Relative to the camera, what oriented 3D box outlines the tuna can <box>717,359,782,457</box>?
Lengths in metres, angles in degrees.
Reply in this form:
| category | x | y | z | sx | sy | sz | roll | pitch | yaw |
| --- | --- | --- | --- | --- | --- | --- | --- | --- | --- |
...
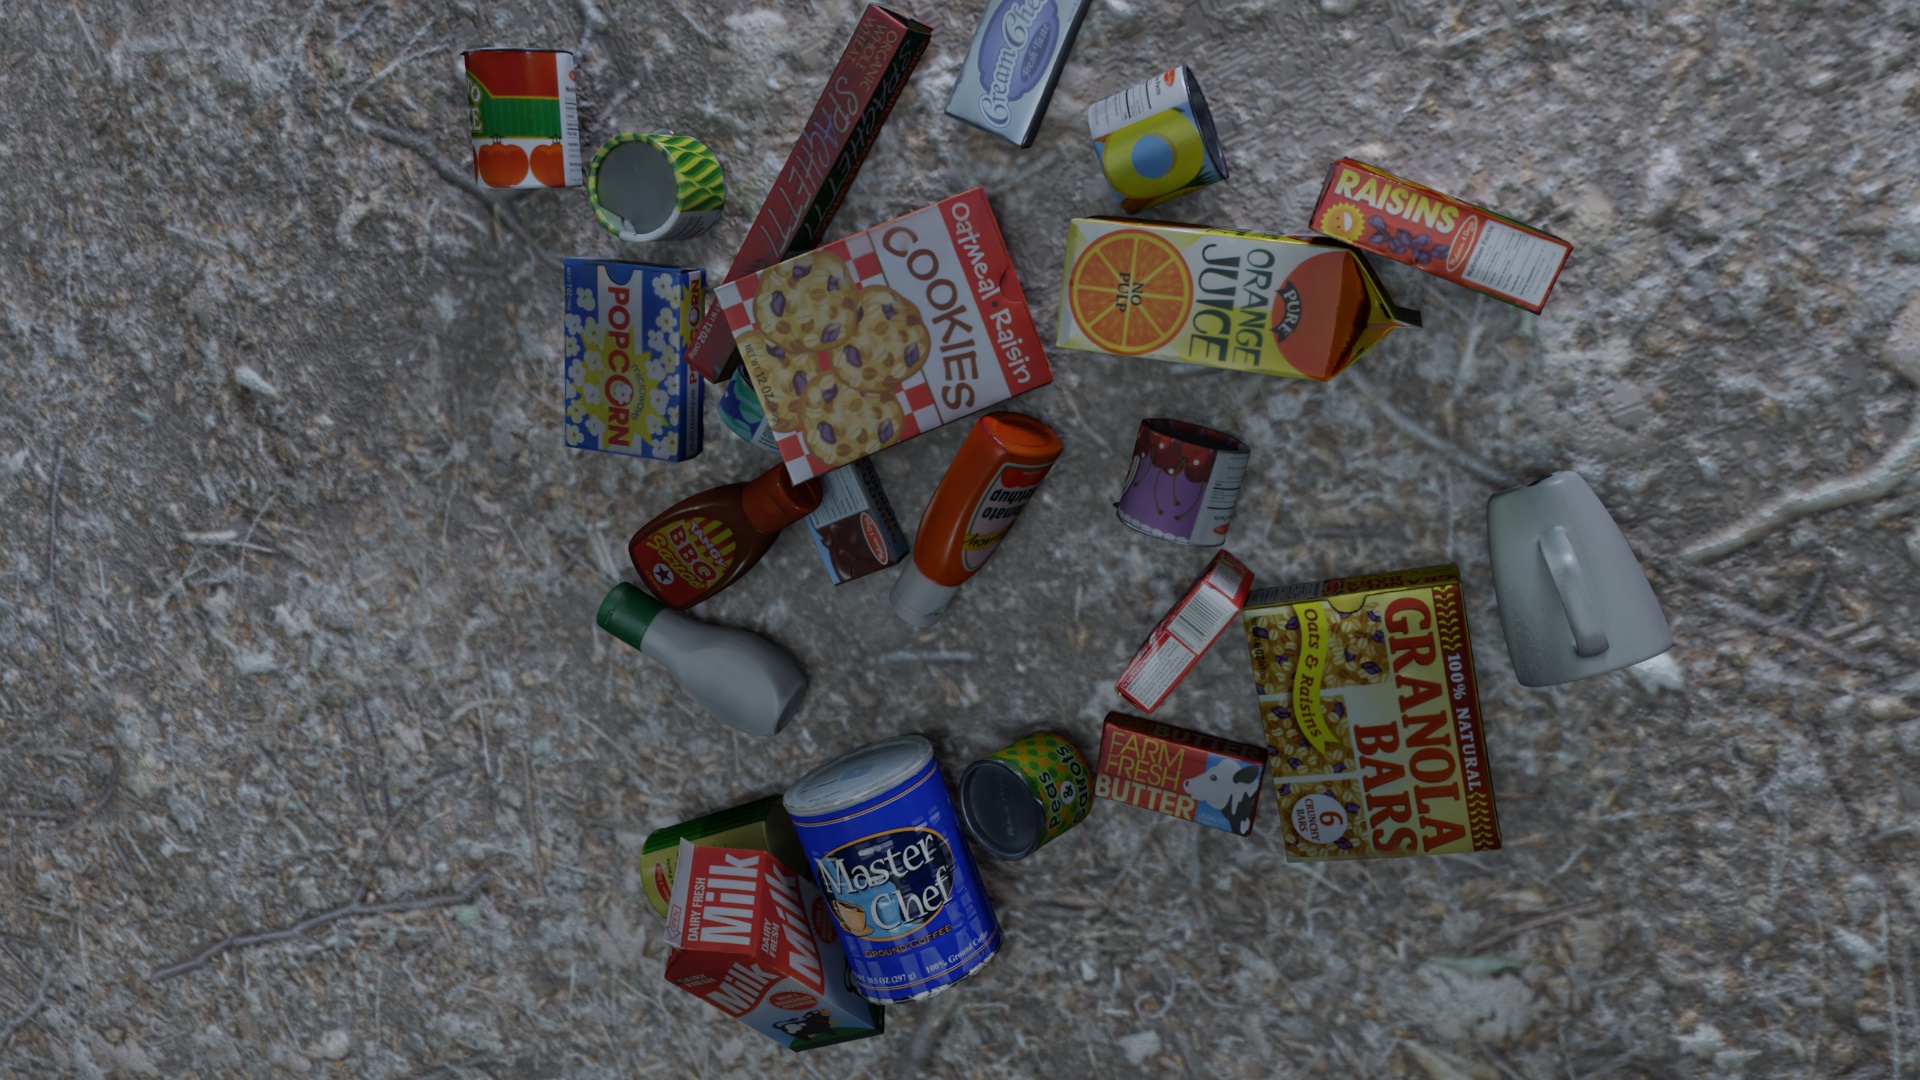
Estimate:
| category | x | y | z | sx | sy | sz | roll | pitch | yaw |
| --- | --- | --- | --- | --- | --- | --- | --- | --- | --- |
| tuna can | -0.118 | -0.084 | 0.875 | 0.071 | 0.071 | 0.032 | 35 | 113 | 7 |

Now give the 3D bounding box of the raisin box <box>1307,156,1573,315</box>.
| category | x | y | z | sx | sy | sz | roll | pitch | yaw |
| --- | --- | --- | --- | --- | --- | --- | --- | --- | --- |
| raisin box | 0.249 | -0.162 | 0.727 | 0.123 | 0.086 | 0.040 | 23 | 112 | 11 |

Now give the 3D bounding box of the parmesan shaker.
| category | x | y | z | sx | sy | sz | roll | pitch | yaw |
| --- | --- | --- | --- | --- | --- | --- | --- | --- | --- |
| parmesan shaker | -0.159 | 0.222 | 0.964 | 0.103 | 0.071 | 0.071 | -20 | 97 | 20 |

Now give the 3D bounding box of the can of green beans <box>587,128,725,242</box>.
| category | x | y | z | sx | sy | sz | roll | pitch | yaw |
| --- | --- | --- | --- | --- | --- | --- | --- | --- | --- |
| can of green beans | -0.189 | -0.220 | 0.866 | 0.071 | 0.058 | 0.071 | 4 | 105 | 17 |

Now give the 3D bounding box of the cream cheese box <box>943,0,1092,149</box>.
| category | x | y | z | sx | sy | sz | roll | pitch | yaw |
| --- | --- | --- | --- | --- | --- | --- | --- | --- | --- |
| cream cheese box | 0.035 | -0.283 | 0.797 | 0.053 | 0.024 | 0.103 | 28 | 110 | 10 |

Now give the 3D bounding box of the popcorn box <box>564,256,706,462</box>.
| category | x | y | z | sx | sy | sz | roll | pitch | yaw |
| --- | --- | --- | --- | --- | --- | --- | --- | --- | --- |
| popcorn box | -0.213 | -0.119 | 0.910 | 0.085 | 0.038 | 0.126 | 9 | 106 | 17 |

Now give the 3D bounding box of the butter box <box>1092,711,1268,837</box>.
| category | x | y | z | sx | sy | sz | roll | pitch | yaw |
| --- | --- | --- | --- | --- | --- | --- | --- | --- | --- |
| butter box | 0.137 | 0.146 | 0.873 | 0.103 | 0.024 | 0.053 | 13 | 108 | 14 |

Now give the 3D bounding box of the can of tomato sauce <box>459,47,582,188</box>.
| category | x | y | z | sx | sy | sz | roll | pitch | yaw |
| --- | --- | --- | --- | --- | --- | --- | --- | --- | --- |
| can of tomato sauce | -0.278 | -0.265 | 0.877 | 0.071 | 0.071 | 0.082 | 4 | 105 | 17 |

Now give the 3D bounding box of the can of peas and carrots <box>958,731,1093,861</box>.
| category | x | y | z | sx | sy | sz | roll | pitch | yaw |
| --- | --- | --- | --- | --- | --- | --- | --- | --- | --- |
| can of peas and carrots | 0.044 | 0.160 | 0.876 | 0.071 | 0.059 | 0.070 | 14 | 111 | 39 |

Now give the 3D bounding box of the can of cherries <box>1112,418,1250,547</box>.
| category | x | y | z | sx | sy | sz | roll | pitch | yaw |
| --- | --- | --- | --- | --- | --- | --- | --- | --- | --- |
| can of cherries | 0.127 | -0.035 | 0.808 | 0.071 | 0.072 | 0.058 | 17 | 108 | 13 |

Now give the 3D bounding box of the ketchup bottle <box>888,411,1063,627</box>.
| category | x | y | z | sx | sy | sz | roll | pitch | yaw |
| --- | --- | --- | --- | --- | --- | --- | --- | --- | --- |
| ketchup bottle | 0.003 | -0.011 | 0.859 | 0.043 | 0.065 | 0.148 | 49 | 124 | 27 |

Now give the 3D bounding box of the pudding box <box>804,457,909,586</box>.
| category | x | y | z | sx | sy | sz | roll | pitch | yaw |
| --- | --- | --- | --- | --- | --- | --- | --- | --- | --- |
| pudding box | -0.073 | -0.018 | 0.895 | 0.049 | 0.030 | 0.083 | -21 | 97 | 20 |

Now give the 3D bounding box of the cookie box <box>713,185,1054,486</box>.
| category | x | y | z | sx | sy | sz | roll | pitch | yaw |
| --- | --- | --- | --- | --- | --- | --- | --- | --- | --- |
| cookie box | -0.044 | -0.120 | 0.820 | 0.168 | 0.040 | 0.122 | -22 | 97 | -4 |

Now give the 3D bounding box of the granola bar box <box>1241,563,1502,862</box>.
| category | x | y | z | sx | sy | sz | roll | pitch | yaw |
| --- | --- | --- | --- | --- | --- | --- | --- | --- | --- |
| granola bar box | 0.243 | 0.105 | 0.821 | 0.124 | 0.039 | 0.165 | -9 | 101 | 19 |

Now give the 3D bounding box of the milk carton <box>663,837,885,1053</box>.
| category | x | y | z | sx | sy | sz | roll | pitch | yaw |
| --- | --- | --- | --- | --- | --- | --- | --- | --- | --- |
| milk carton | -0.128 | 0.264 | 0.907 | 0.073 | 0.073 | 0.190 | -20 | 135 | 22 |

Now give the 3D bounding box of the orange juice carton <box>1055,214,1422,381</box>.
| category | x | y | z | sx | sy | sz | roll | pitch | yaw |
| --- | --- | --- | --- | --- | --- | --- | --- | --- | --- |
| orange juice carton | 0.157 | -0.134 | 0.771 | 0.193 | 0.072 | 0.072 | 10 | 107 | 15 |

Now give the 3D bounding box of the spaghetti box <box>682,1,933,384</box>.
| category | x | y | z | sx | sy | sz | roll | pitch | yaw |
| --- | --- | --- | --- | --- | --- | --- | --- | --- | --- |
| spaghetti box | -0.094 | -0.207 | 0.843 | 0.029 | 0.050 | 0.249 | 35 | 111 | 5 |

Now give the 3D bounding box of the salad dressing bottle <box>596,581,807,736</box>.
| category | x | y | z | sx | sy | sz | roll | pitch | yaw |
| --- | --- | --- | --- | --- | --- | --- | --- | --- | --- |
| salad dressing bottle | -0.177 | 0.078 | 0.946 | 0.148 | 0.044 | 0.064 | 29 | 112 | 10 |

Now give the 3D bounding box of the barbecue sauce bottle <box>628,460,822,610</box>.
| category | x | y | z | sx | sy | sz | roll | pitch | yaw |
| --- | --- | --- | --- | --- | --- | --- | --- | --- | --- |
| barbecue sauce bottle | -0.149 | -0.007 | 0.896 | 0.148 | 0.044 | 0.065 | -28 | 102 | 37 |

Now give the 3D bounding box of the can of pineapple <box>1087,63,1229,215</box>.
| category | x | y | z | sx | sy | sz | roll | pitch | yaw |
| --- | --- | --- | --- | --- | --- | --- | --- | --- | --- |
| can of pineapple | 0.110 | -0.219 | 0.768 | 0.058 | 0.071 | 0.071 | -18 | 98 | 21 |
